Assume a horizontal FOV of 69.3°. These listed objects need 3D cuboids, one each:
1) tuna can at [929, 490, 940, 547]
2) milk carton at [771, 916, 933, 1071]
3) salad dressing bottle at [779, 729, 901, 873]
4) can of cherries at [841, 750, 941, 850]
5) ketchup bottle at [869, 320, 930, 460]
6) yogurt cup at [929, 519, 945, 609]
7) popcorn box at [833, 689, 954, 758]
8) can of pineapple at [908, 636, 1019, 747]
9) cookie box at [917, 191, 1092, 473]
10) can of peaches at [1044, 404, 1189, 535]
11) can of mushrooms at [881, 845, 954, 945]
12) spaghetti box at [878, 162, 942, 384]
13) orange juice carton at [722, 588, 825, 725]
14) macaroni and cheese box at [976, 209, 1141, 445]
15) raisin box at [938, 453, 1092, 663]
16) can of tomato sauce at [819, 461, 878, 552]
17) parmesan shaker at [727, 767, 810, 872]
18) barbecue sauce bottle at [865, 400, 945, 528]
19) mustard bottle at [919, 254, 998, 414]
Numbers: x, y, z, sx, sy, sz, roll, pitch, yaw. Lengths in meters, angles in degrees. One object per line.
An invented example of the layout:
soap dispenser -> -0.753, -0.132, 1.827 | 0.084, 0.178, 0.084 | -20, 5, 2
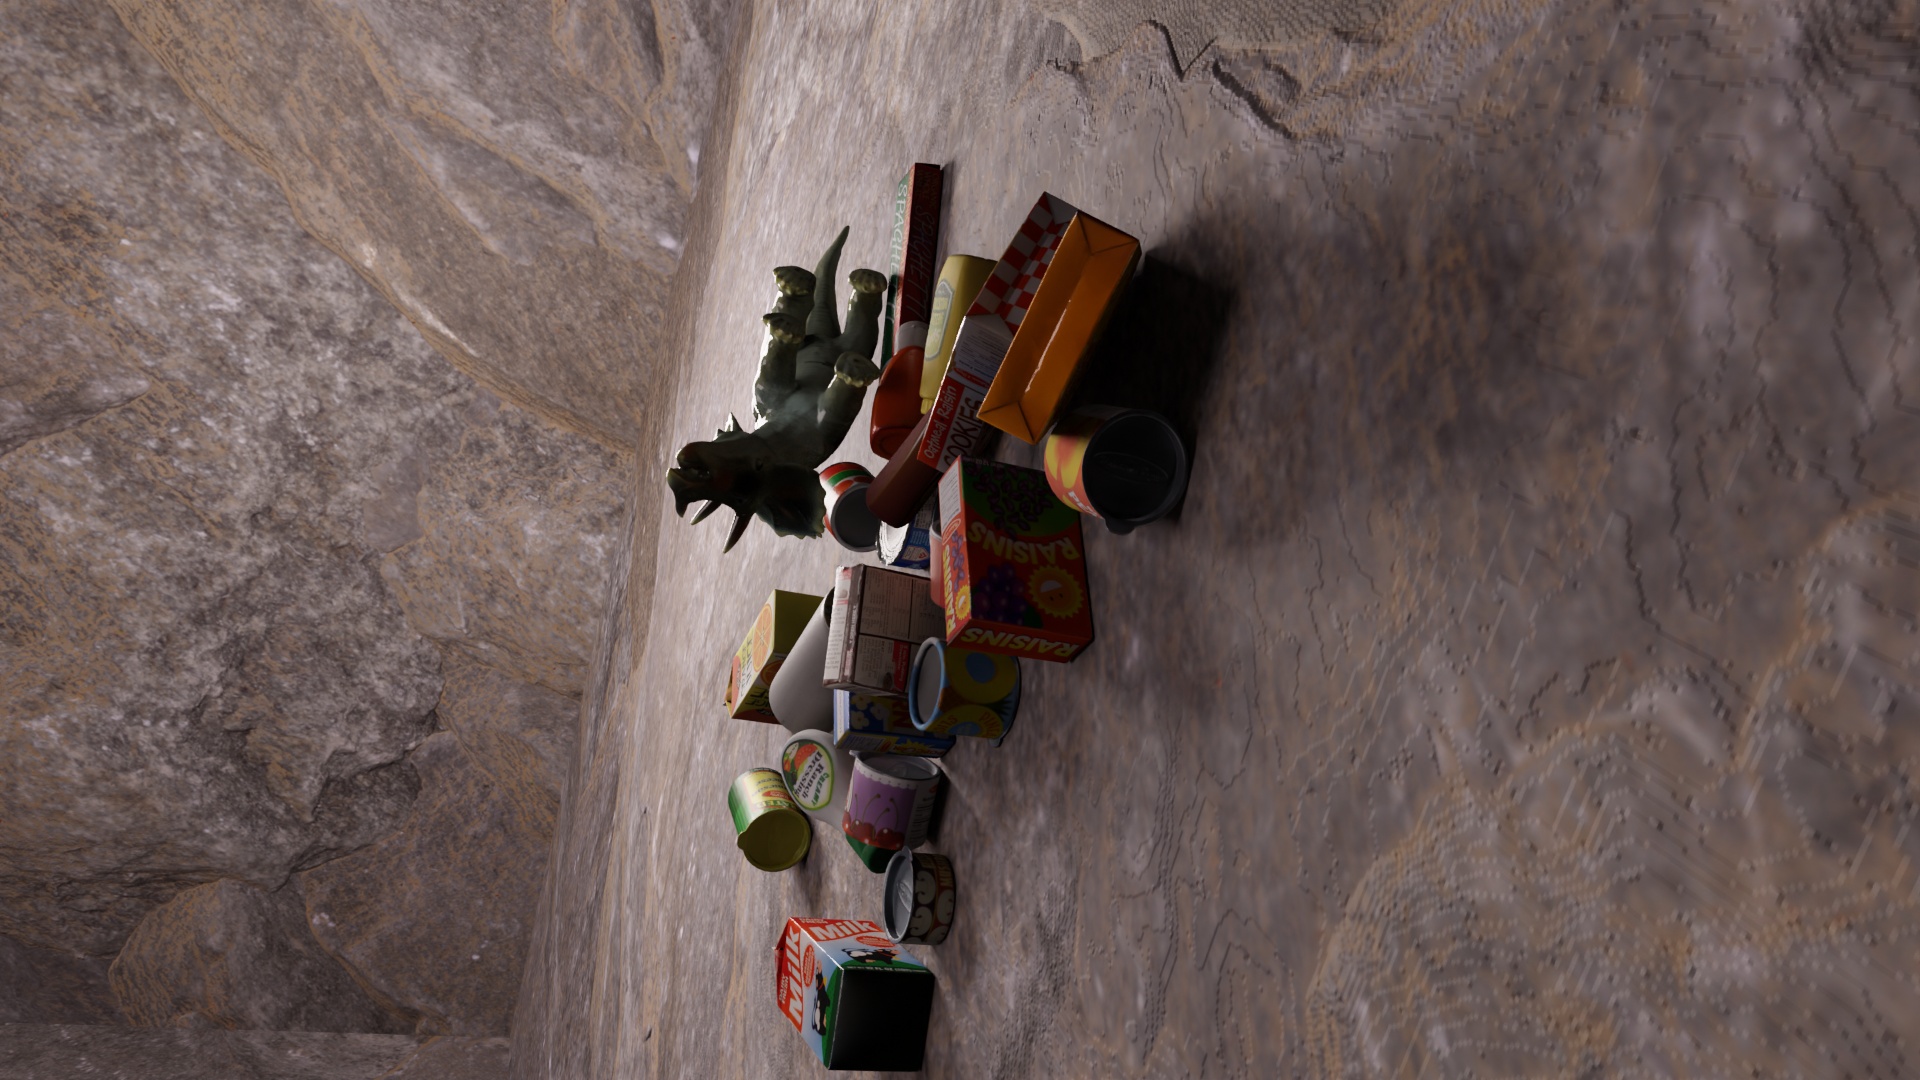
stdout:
tuna can -> 0.004, -0.013, 1.049 | 0.071, 0.033, 0.071 | -169, 89, -69
milk carton -> -0.091, 0.341, 1.074 | 0.190, 0.072, 0.073 | 180, 99, -69
salad dressing bottle -> -0.096, 0.213, 1.136 | 0.148, 0.044, 0.064 | 40, 103, 45
can of cherries -> -0.055, 0.194, 1.054 | 0.071, 0.071, 0.058 | -146, 67, -67
ketchup bottle -> -0.041, -0.129, 1.185 | 0.043, 0.065, 0.149 | 107, 170, -45
yogurt cup -> 0.009, 0.019, 0.980 | 0.072, 0.072, 0.053 | -130, 45, -64
popcorn box -> -0.052, 0.100, 1.069 | 0.038, 0.085, 0.127 | 127, 146, -52
can of pineapple -> 0.002, 0.104, 0.964 | 0.071, 0.058, 0.071 | -169, 89, -69
cookie box -> 0.028, -0.131, 0.927 | 0.123, 0.040, 0.166 | -61, -3, -31
can of peaches -> 0.088, -0.042, 0.796 | 0.058, 0.071, 0.071 | -154, 75, -69
can of mushrooms -> -0.031, 0.259, 1.013 | 0.071, 0.033, 0.071 | -169, 89, -70
spaghetti box -> -0.048, -0.229, 1.290 | 0.050, 0.029, 0.250 | 153, 124, -65
orange juice carton -> -0.184, 0.132, 1.417 | 0.191, 0.072, 0.073 | 126, 148, -49
macaroni and cheese box -> 0.063, -0.125, 0.817 | 0.123, 0.040, 0.167 | -63, -3, 12
raisin box -> 0.033, 0.012, 0.887 | 0.040, 0.086, 0.124 | 129, 145, -49
can of tomato sauce -> -0.098, -0.030, 1.272 | 0.083, 0.071, 0.071 | -139, 61, -66
parmesan shaker -> -0.193, 0.274, 1.374 | 0.103, 0.071, 0.071 | -140, 62, -67
barbecue sauce bottle -> -0.015, -0.078, 1.066 | 0.148, 0.043, 0.065 | -50, 7, 25
mustard bottle -> -0.003, -0.146, 1.105 | 0.065, 0.049, 0.160 | -158, 79, -70
